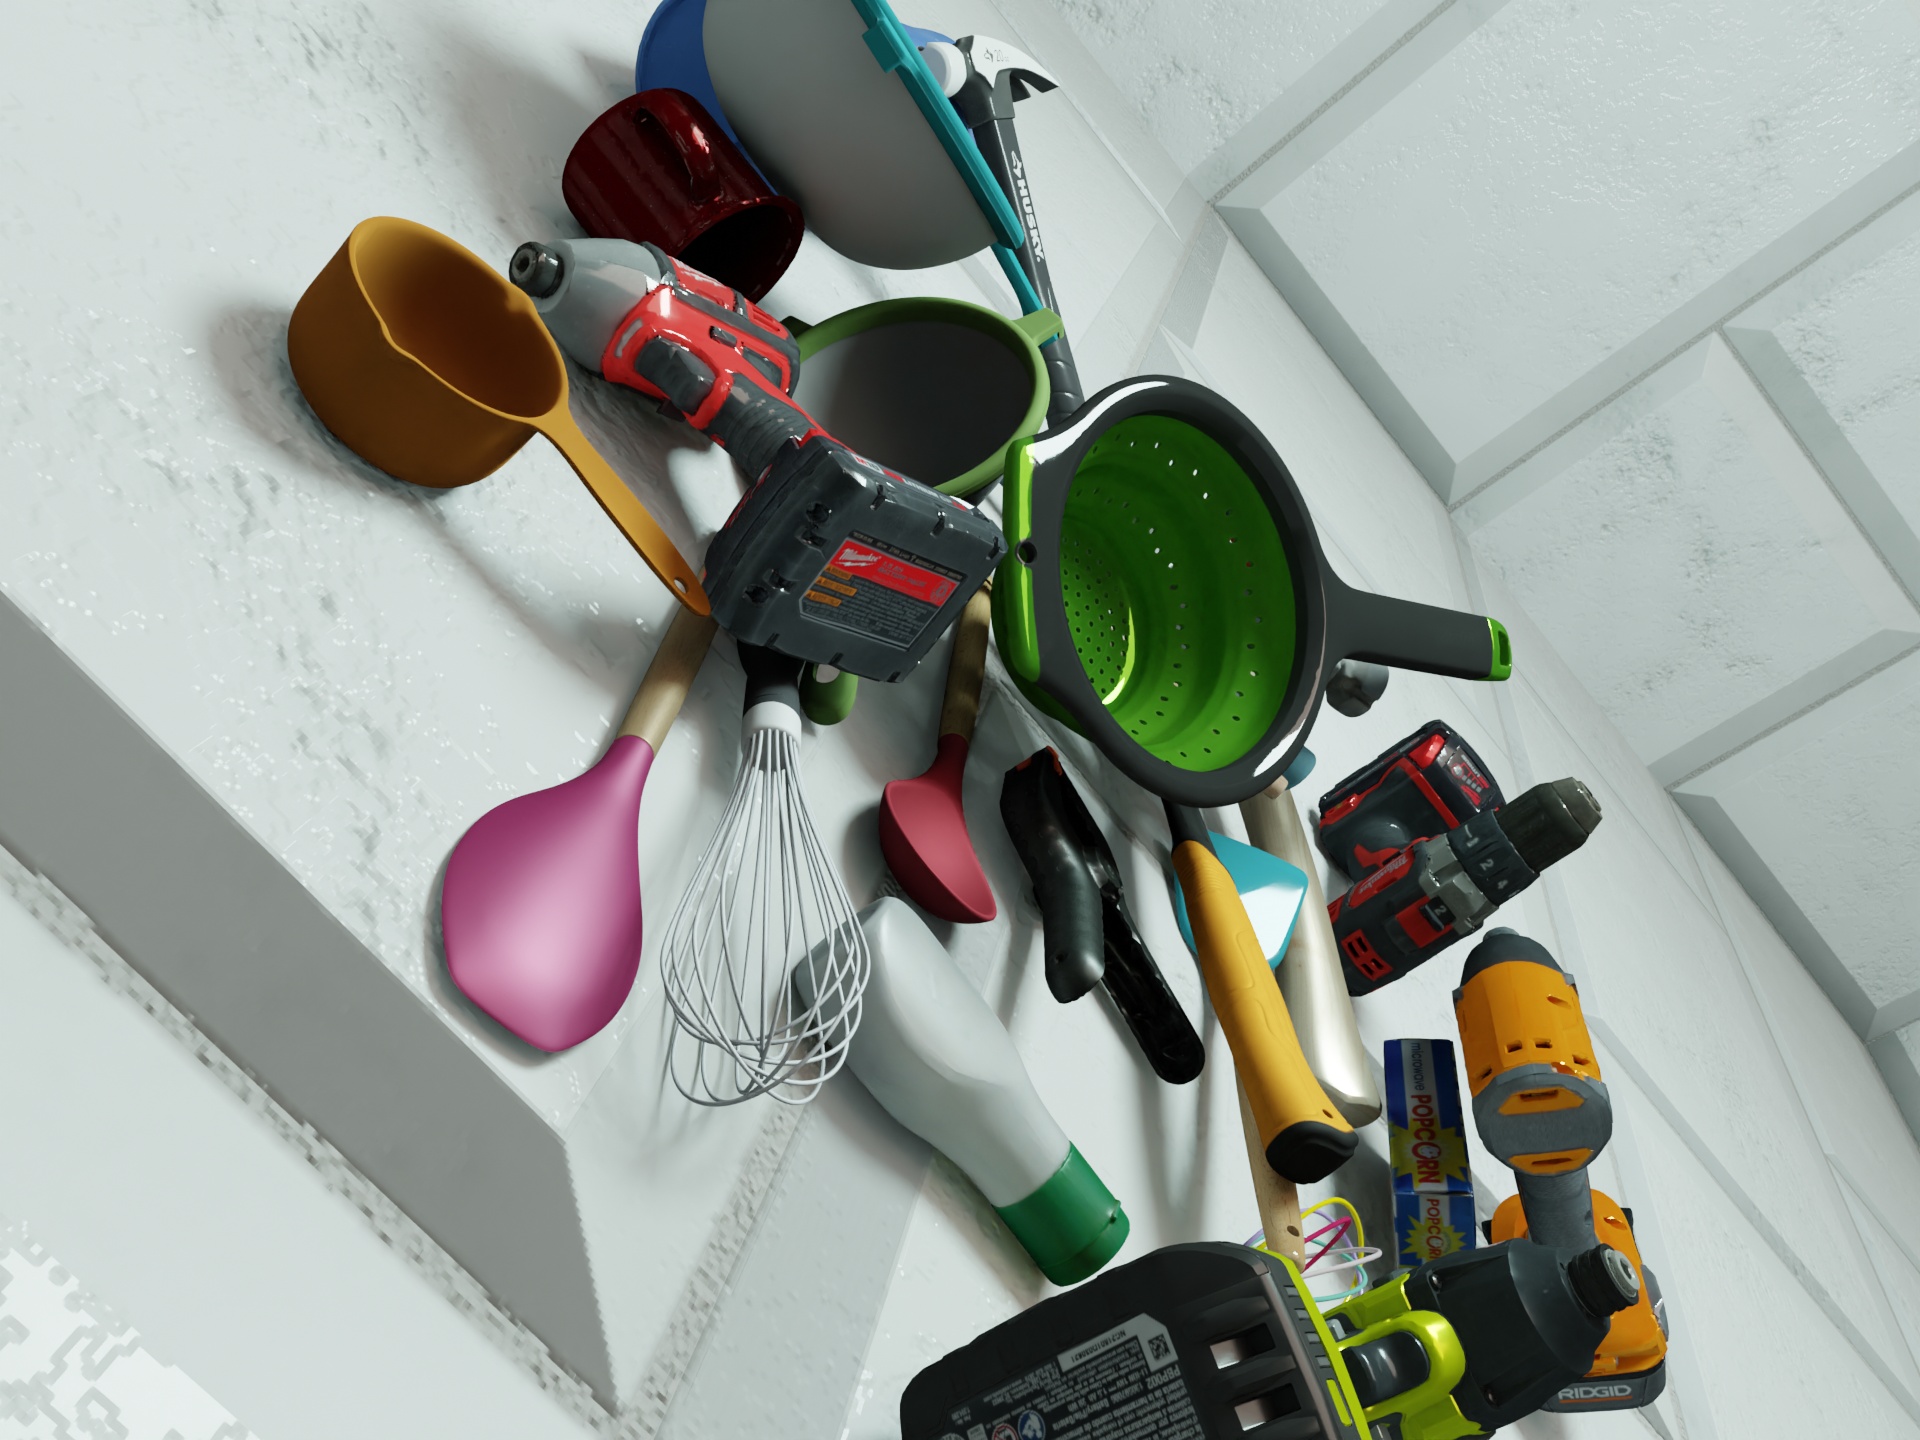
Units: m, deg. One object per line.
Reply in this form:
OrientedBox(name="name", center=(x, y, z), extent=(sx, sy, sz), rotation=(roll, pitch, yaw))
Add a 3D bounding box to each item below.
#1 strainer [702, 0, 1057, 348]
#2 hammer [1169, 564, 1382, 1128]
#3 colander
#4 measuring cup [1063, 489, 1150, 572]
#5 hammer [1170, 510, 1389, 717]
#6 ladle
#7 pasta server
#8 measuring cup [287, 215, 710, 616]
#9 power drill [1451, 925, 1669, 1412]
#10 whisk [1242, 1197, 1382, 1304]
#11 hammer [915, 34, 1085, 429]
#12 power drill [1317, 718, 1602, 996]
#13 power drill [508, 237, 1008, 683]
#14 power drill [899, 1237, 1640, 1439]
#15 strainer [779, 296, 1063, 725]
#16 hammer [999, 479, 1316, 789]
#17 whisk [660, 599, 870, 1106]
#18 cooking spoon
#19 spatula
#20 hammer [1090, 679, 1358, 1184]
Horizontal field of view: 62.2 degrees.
OrientedBox(name="strainer", center=(-0.039, -0.280, 0.844), extent=(0.211, 0.095, 0.340), rotation=(62, 9, 29))
OrientedBox(name="hammer", center=(0.193, 0.054, 0.956), extent=(0.146, 0.038, 0.411), rotation=(8, 46, -16))
OrientedBox(name="colander", center=(0.145, -0.050, 0.826), extent=(0.396, 0.094, 0.204), rotation=(6, 79, -40))
OrientedBox(name="measuring cup", center=(0.044, -0.140, 1.001), extent=(0.167, 0.038, 0.083), rotation=(38, 50, -3))
OrientedBox(name="hammer", center=(0.182, -0.131, 1.059), extent=(0.143, 0.038, 0.387), rotation=(32, 23, -14))
OrientedBox(name="ladle", center=(-0.001, -0.002, 0.755), extent=(0.069, 0.031, 0.316), rotation=(48, 23, -19))
OrientedBox(name="pasta server", center=(0.057, -0.069, 0.860), extent=(0.316, 0.040, 0.060), rotation=(40, -7, 1))
OrientedBox(name="measuring cup", center=(-0.161, -0.092, 0.560), extent=(0.173, 0.052, 0.095), rotation=(51, 24, -11))
OrientedBox(name="power drill", center=(0.309, 0.227, 0.839), extent=(0.164, 0.084, 0.226), rotation=(-69, 144, -62))
OrientedBox(name="whisk", center=(0.101, 0.221, 0.624), extent=(0.244, 0.047, 0.051), rotation=(12, 19, -50))
OrientedBox(name="hammer", center=(0.054, -0.268, 1.033), extent=(0.146, 0.035, 0.334), rotation=(-37, 115, -55))
OrientedBox(name="power drill", center=(0.312, 0.074, 1.023), extent=(0.080, 0.188, 0.227), rotation=(50, 21, -4))
OrientedBox(name="power drill", center=(-0.091, -0.120, 0.652), extent=(0.143, 0.078, 0.220), rotation=(16, 29, -53))
OrientedBox(name="power drill", center=(0.105, 0.210, 0.495), extent=(0.223, 0.171, 0.080), rotation=(16, 43, -48))
OrientedBox(name="strainer", center=(-0.035, -0.092, 0.752), extent=(0.069, 0.151, 0.257), rotation=(74, 21, -53))
OrientedBox(name="hammer", center=(0.079, -0.088, 0.904), extent=(0.331, 0.033, 0.128), rotation=(46, 1, 0))
OrientedBox(name="whisk", center=(-0.067, 0.024, 0.568), extent=(0.070, 0.070, 0.285), rotation=(40, 23, -28))
OrientedBox(name="cooking spoon", center=(-0.111, -0.003, 0.570), extent=(0.068, 0.017, 0.319), rotation=(43, 27, -19))
OrientedBox(name="spatula", center=(0.140, 0.144, 0.752), extent=(0.082, 0.044, 0.318), rotation=(22, 21, -4))
OrientedBox(name="hammer", center=(0.117, 0.082, 0.767), extent=(0.127, 0.034, 0.337), rotation=(31, 23, -23))
